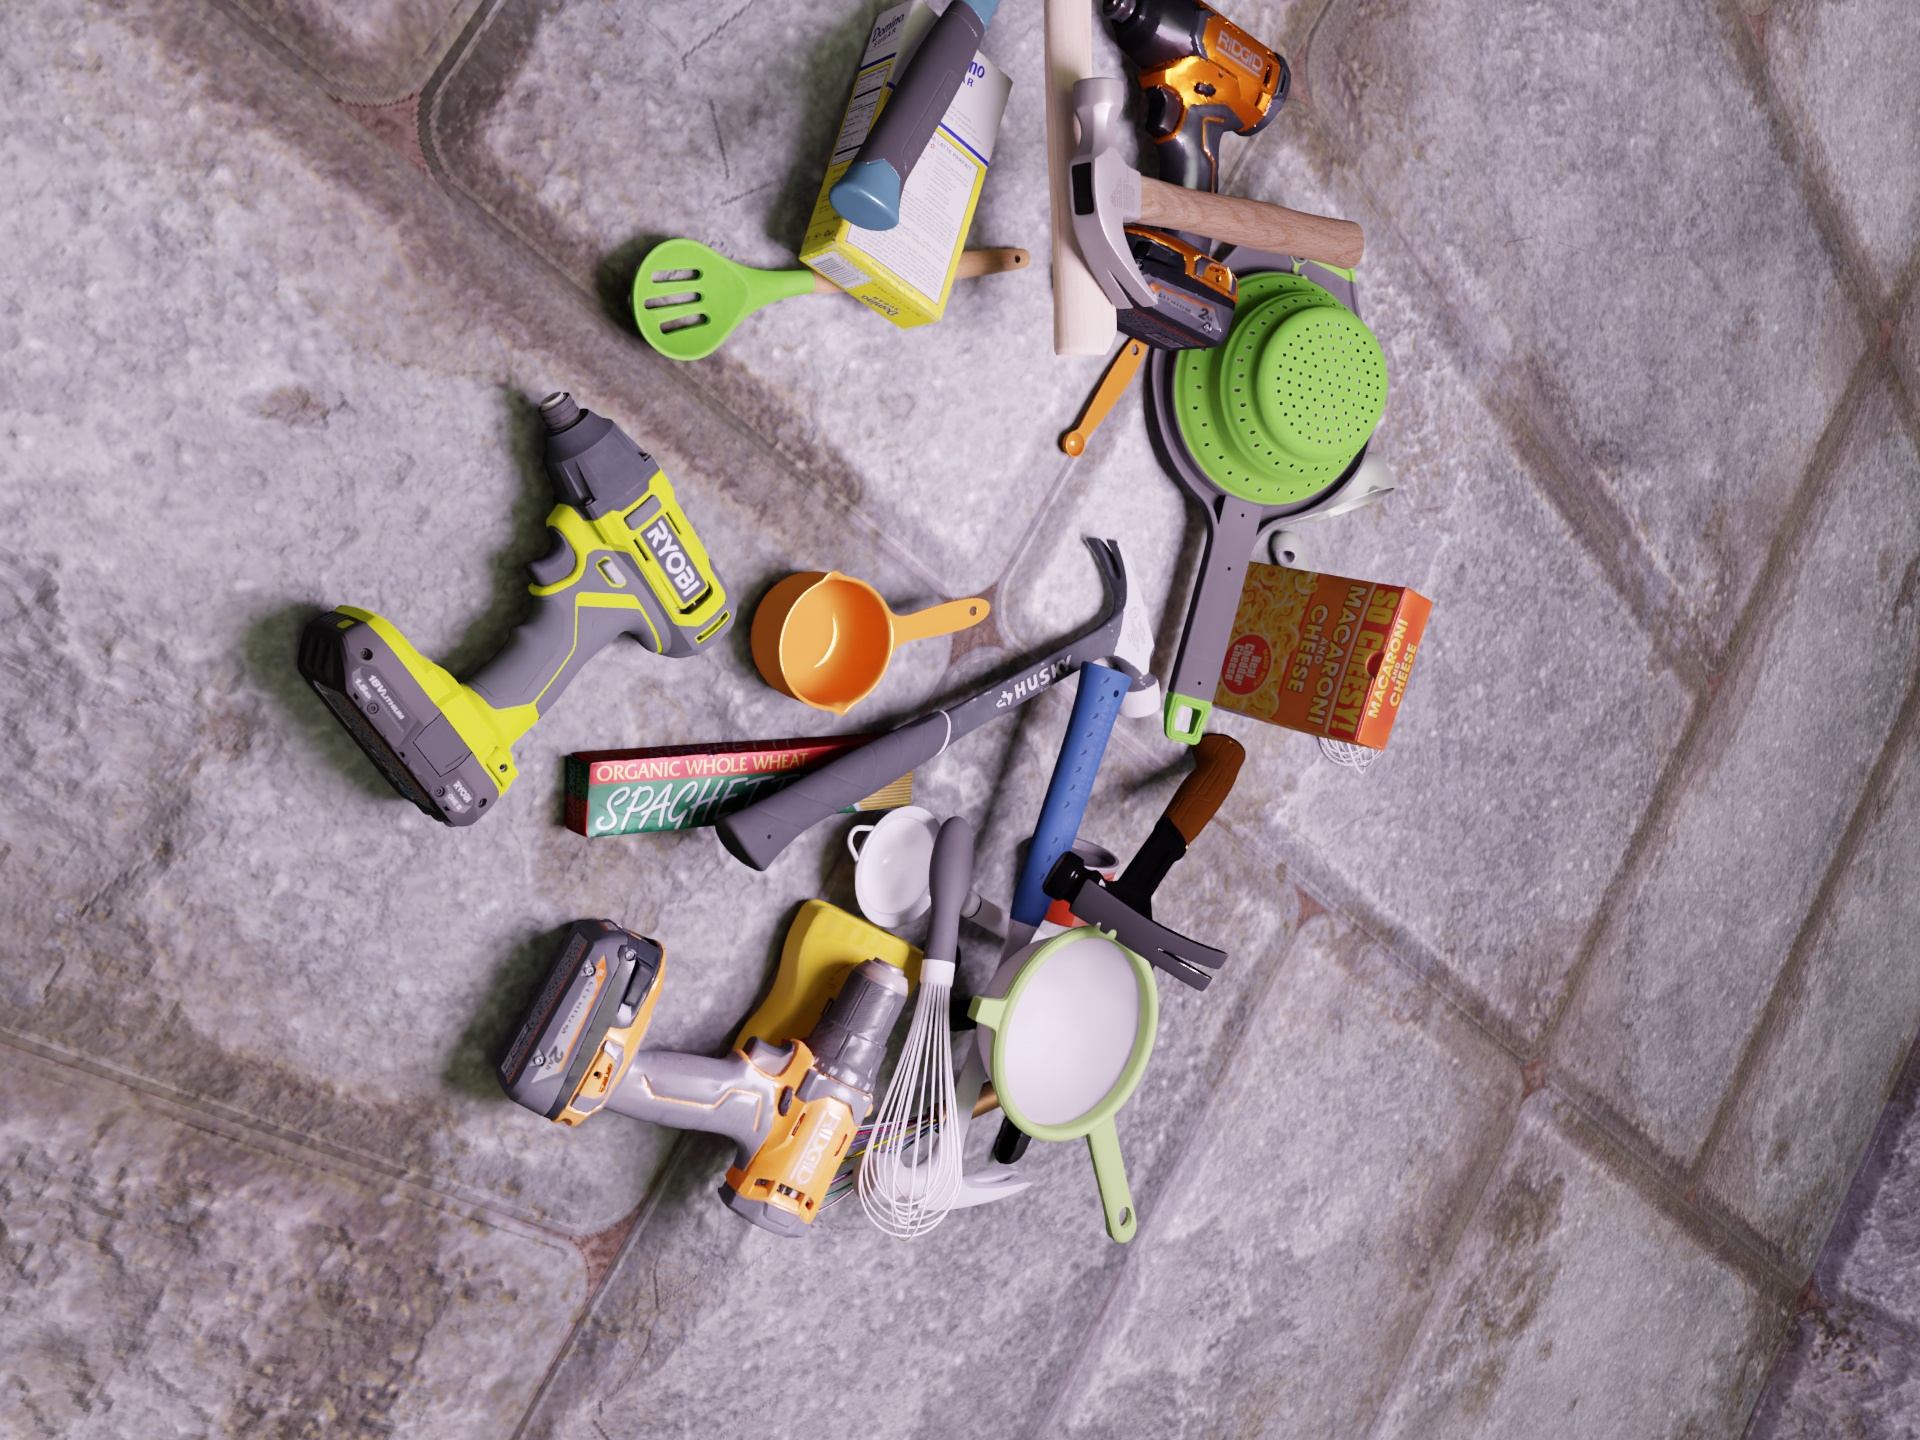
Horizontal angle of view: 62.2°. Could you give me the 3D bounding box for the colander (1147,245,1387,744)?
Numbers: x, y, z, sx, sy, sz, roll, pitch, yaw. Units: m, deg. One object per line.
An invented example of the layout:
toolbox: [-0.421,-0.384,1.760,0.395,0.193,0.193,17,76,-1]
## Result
colander: [0.231,-0.171,1.200,0.204,0.094,0.397,13,92,-22]

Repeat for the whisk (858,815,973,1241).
whisk: [-0.019,0.203,1.072,0.070,0.070,0.285,21,70,-40]

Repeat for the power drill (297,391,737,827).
power drill: [-0.249,-0.064,0.901,0.223,0.080,0.171,-45,126,-25]

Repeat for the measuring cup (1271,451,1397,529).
measuring cup: [0.276,-0.182,1.301,0.167,0.083,0.038,-17,85,-16]

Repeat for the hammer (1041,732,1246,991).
hammer: [0.168,0.083,1.176,0.034,0.127,0.337,-63,170,27]

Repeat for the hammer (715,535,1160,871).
hammer: [-0.002,-0.004,1.103,0.409,0.036,0.149,-29,119,-38]

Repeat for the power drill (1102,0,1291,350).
power drill: [0.144,-0.394,1.122,0.164,0.084,0.226,14,88,-39]

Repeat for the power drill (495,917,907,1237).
power drill: [-0.151,0.203,1.007,0.226,0.084,0.185,32,81,-22]

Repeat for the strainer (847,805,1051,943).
strainer: [-0.002,0.131,1.156,0.258,0.050,0.087,34,76,-36]

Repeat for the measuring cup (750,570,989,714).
measuring cup: [-0.061,-0.063,1.064,0.173,0.052,0.095,-16,111,-37]

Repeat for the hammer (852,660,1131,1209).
hammer: [0.046,0.157,1.145,0.144,0.035,0.405,20,88,-38]

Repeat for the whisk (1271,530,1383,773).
whisk: [0.314,-0.056,1.370,0.246,0.058,0.059,65,28,-27]

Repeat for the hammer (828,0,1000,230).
hammer: [0.000,-0.417,0.969,0.128,0.033,0.331,43,56,-33]

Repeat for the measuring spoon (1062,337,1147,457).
measuring spoon: [0.106,-0.242,1.178,0.021,0.011,0.117,45,70,-37]

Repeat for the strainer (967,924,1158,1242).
strainer: [0.075,0.256,1.122,0.151,0.069,0.256,-29,117,-32]

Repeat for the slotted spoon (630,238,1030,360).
slotted spoon: [-0.075,-0.280,1.012,0.313,0.031,0.070,-19,112,-36]

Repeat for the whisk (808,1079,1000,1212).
whisk: [-0.040,0.301,1.168,0.245,0.051,0.047,-17,136,-28]

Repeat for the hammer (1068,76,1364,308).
hammer: [0.184,-0.338,1.082,0.331,0.031,0.130,-9,102,-47]

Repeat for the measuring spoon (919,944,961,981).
measuring spoon: [-0.055,0.193,1.162,0.124,0.018,0.034,-24,109,-24]

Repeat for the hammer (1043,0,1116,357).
hammer: [0.061,-0.436,0.985,0.146,0.038,0.410,-14,104,-51]
